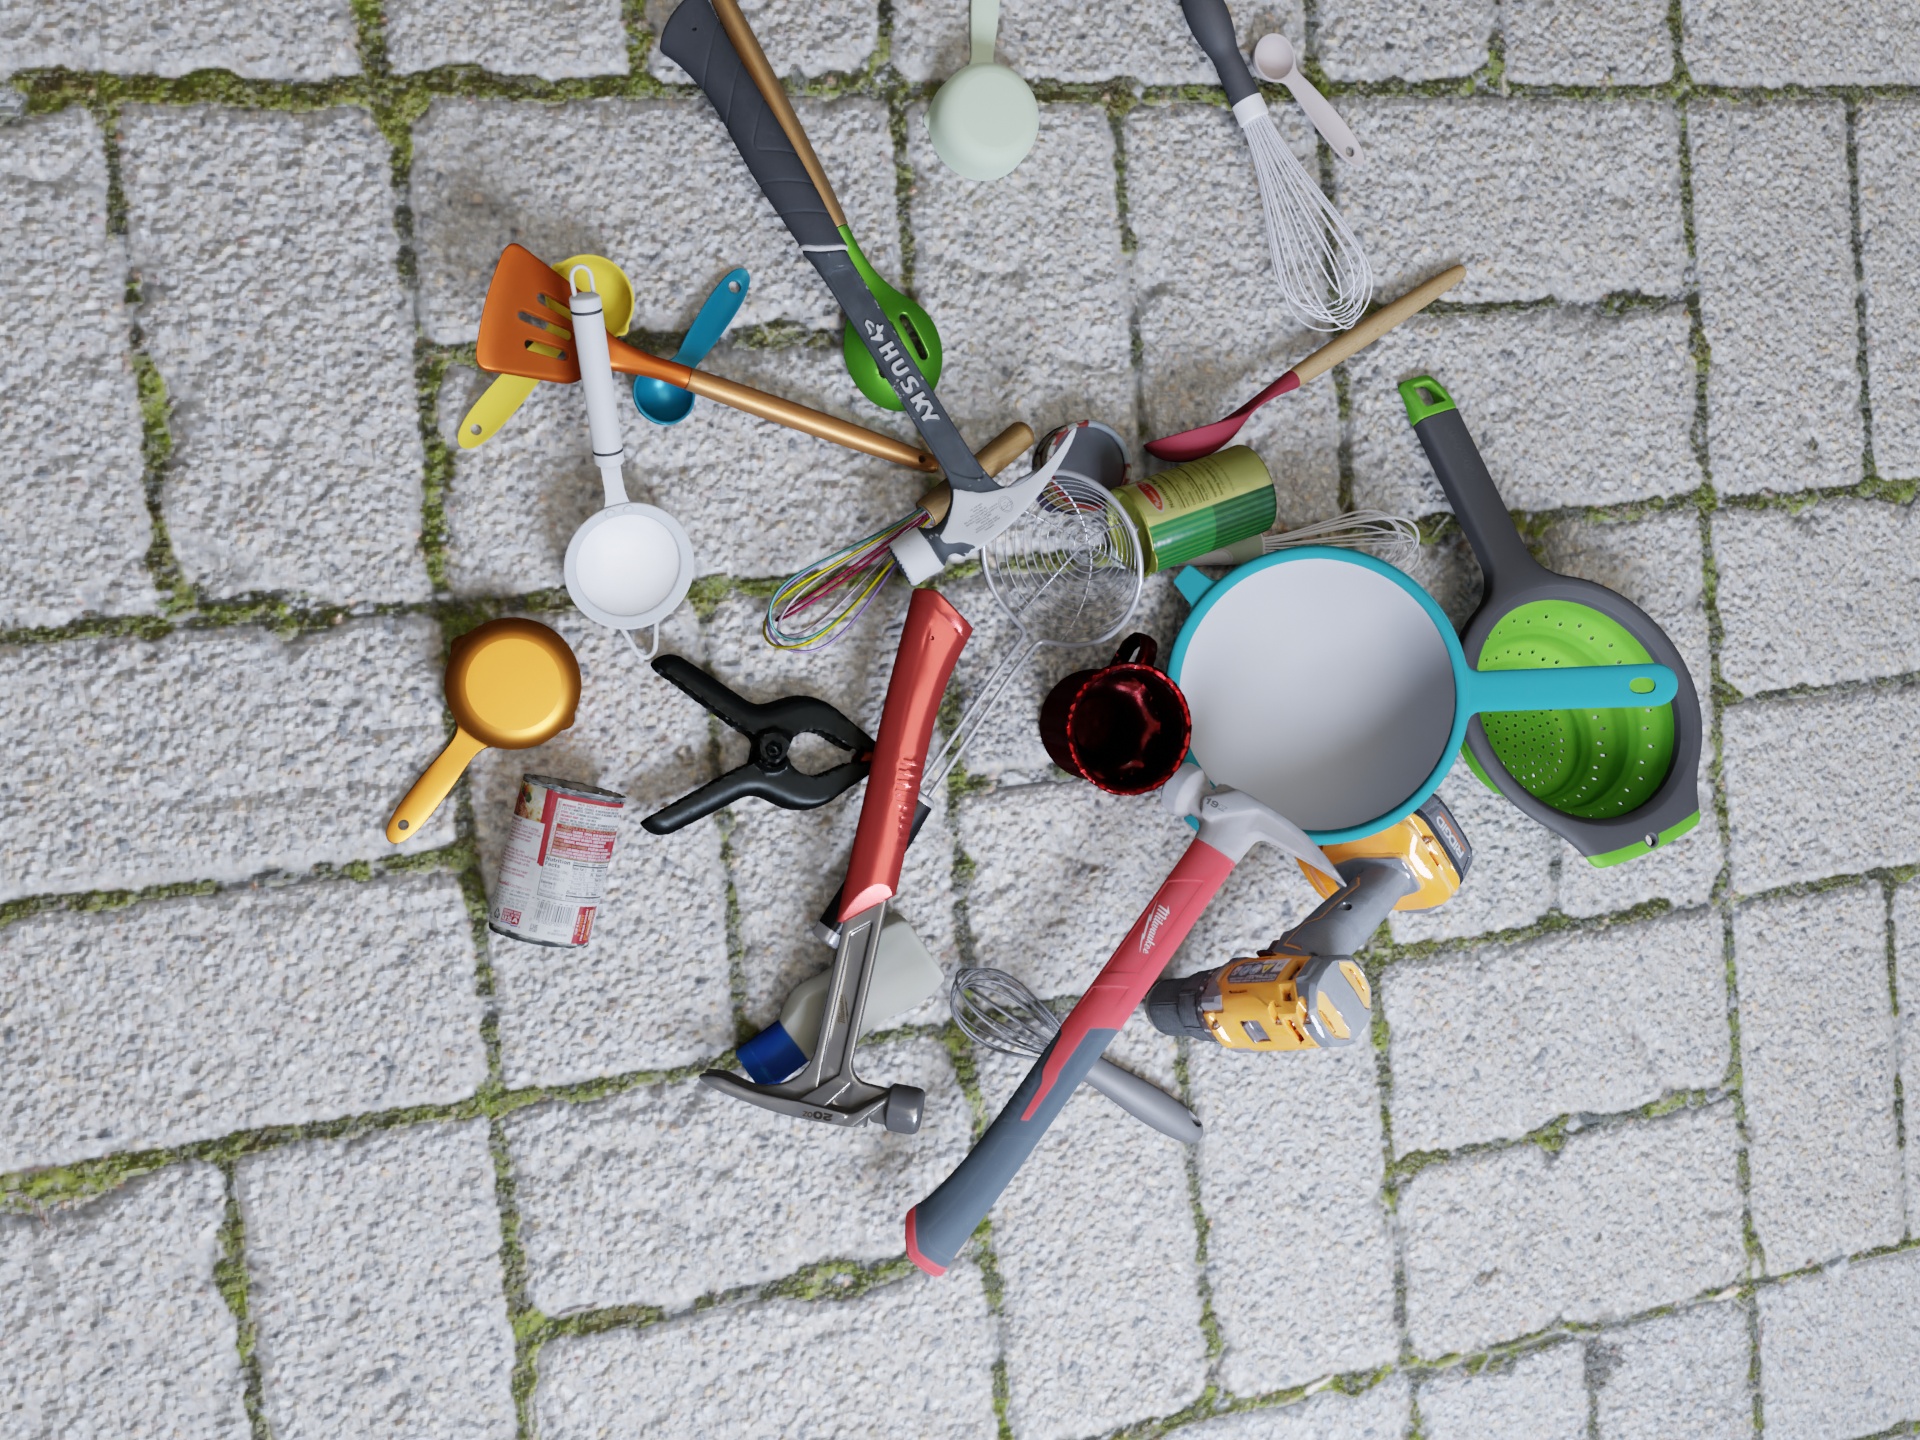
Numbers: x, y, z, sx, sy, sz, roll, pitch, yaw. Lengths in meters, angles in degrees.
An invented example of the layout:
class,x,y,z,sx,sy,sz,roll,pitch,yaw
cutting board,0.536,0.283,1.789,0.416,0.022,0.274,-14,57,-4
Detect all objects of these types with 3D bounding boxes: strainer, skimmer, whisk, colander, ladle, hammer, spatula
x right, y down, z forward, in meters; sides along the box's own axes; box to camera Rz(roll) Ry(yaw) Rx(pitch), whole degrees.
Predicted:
class,x,y,z,sx,sy,sz,roll,pitch,yaw
strainer,0.321,-0.022,1.131,0.340,0.095,0.211,-2,93,19
skimmer,-0.002,-0.004,1.098,0.127,0.090,0.363,32,85,18
whisk,0.226,-0.417,1.166,0.070,0.070,0.284,-27,94,-13
colander,0.417,-0.074,1.226,0.204,0.094,0.397,-19,79,-19
ladle,0.266,-0.268,1.187,0.315,0.069,0.031,-34,103,-19
hammer,0.098,0.217,1.074,0.386,0.143,0.038,-54,144,-5
strainer,-0.223,-0.163,1.017,0.087,0.050,0.258,-15,123,-21
whisk,-0.043,-0.133,1.108,0.245,0.047,0.051,-41,114,-15
hammer,-0.064,0.087,1.065,0.149,0.036,0.359,12,87,4
whisk,0.087,0.249,1.157,0.238,0.055,0.055,34,83,-18
spatula,-0.156,-0.219,1.053,0.322,0.041,0.081,16,89,-24
hammer,-0.076,-0.300,1.059,0.149,0.036,0.409,-32,92,-1
whisk,0.229,-0.128,1.183,0.246,0.057,0.059,-3,57,-12

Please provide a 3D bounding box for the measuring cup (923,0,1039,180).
class,x,y,z,sx,sy,sz,roll,pitch,yaw
measuring cup,0.020,-0.466,1.112,0.083,0.038,0.167,2,94,-16

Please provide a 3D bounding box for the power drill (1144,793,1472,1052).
class,x,y,z,sx,sy,sz,roll,pitch,yaw
power drill,0.246,0.152,1.147,0.226,0.185,0.084,-44,105,-34

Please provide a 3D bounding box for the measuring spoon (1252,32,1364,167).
class,x,y,z,sx,sy,sz,roll,pitch,yaw
measuring spoon,0.261,-0.463,1.197,0.124,0.018,0.034,42,81,-20

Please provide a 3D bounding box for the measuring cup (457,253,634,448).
class,x,y,z,sx,sy,sz,roll,pitch,yaw
measuring cup,-0.277,-0.240,1.048,0.062,0.029,0.156,41,93,-18

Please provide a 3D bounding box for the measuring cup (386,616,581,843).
class,x,y,z,sx,sy,sz,roll,pitch,yaw
measuring cup,-0.314,0.010,1.027,0.095,0.052,0.173,38,80,-14

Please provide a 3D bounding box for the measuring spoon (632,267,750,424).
class,x,y,z,sx,sy,sz,roll,pitch,yaw
measuring spoon,-0.180,-0.254,1.078,0.042,0.021,0.129,35,74,-19

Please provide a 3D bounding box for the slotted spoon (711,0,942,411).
class,x,y,z,sx,sy,sz,roll,pitch,yaw
slotted spoon,-0.098,-0.360,1.090,0.070,0.031,0.313,-28,98,-10
